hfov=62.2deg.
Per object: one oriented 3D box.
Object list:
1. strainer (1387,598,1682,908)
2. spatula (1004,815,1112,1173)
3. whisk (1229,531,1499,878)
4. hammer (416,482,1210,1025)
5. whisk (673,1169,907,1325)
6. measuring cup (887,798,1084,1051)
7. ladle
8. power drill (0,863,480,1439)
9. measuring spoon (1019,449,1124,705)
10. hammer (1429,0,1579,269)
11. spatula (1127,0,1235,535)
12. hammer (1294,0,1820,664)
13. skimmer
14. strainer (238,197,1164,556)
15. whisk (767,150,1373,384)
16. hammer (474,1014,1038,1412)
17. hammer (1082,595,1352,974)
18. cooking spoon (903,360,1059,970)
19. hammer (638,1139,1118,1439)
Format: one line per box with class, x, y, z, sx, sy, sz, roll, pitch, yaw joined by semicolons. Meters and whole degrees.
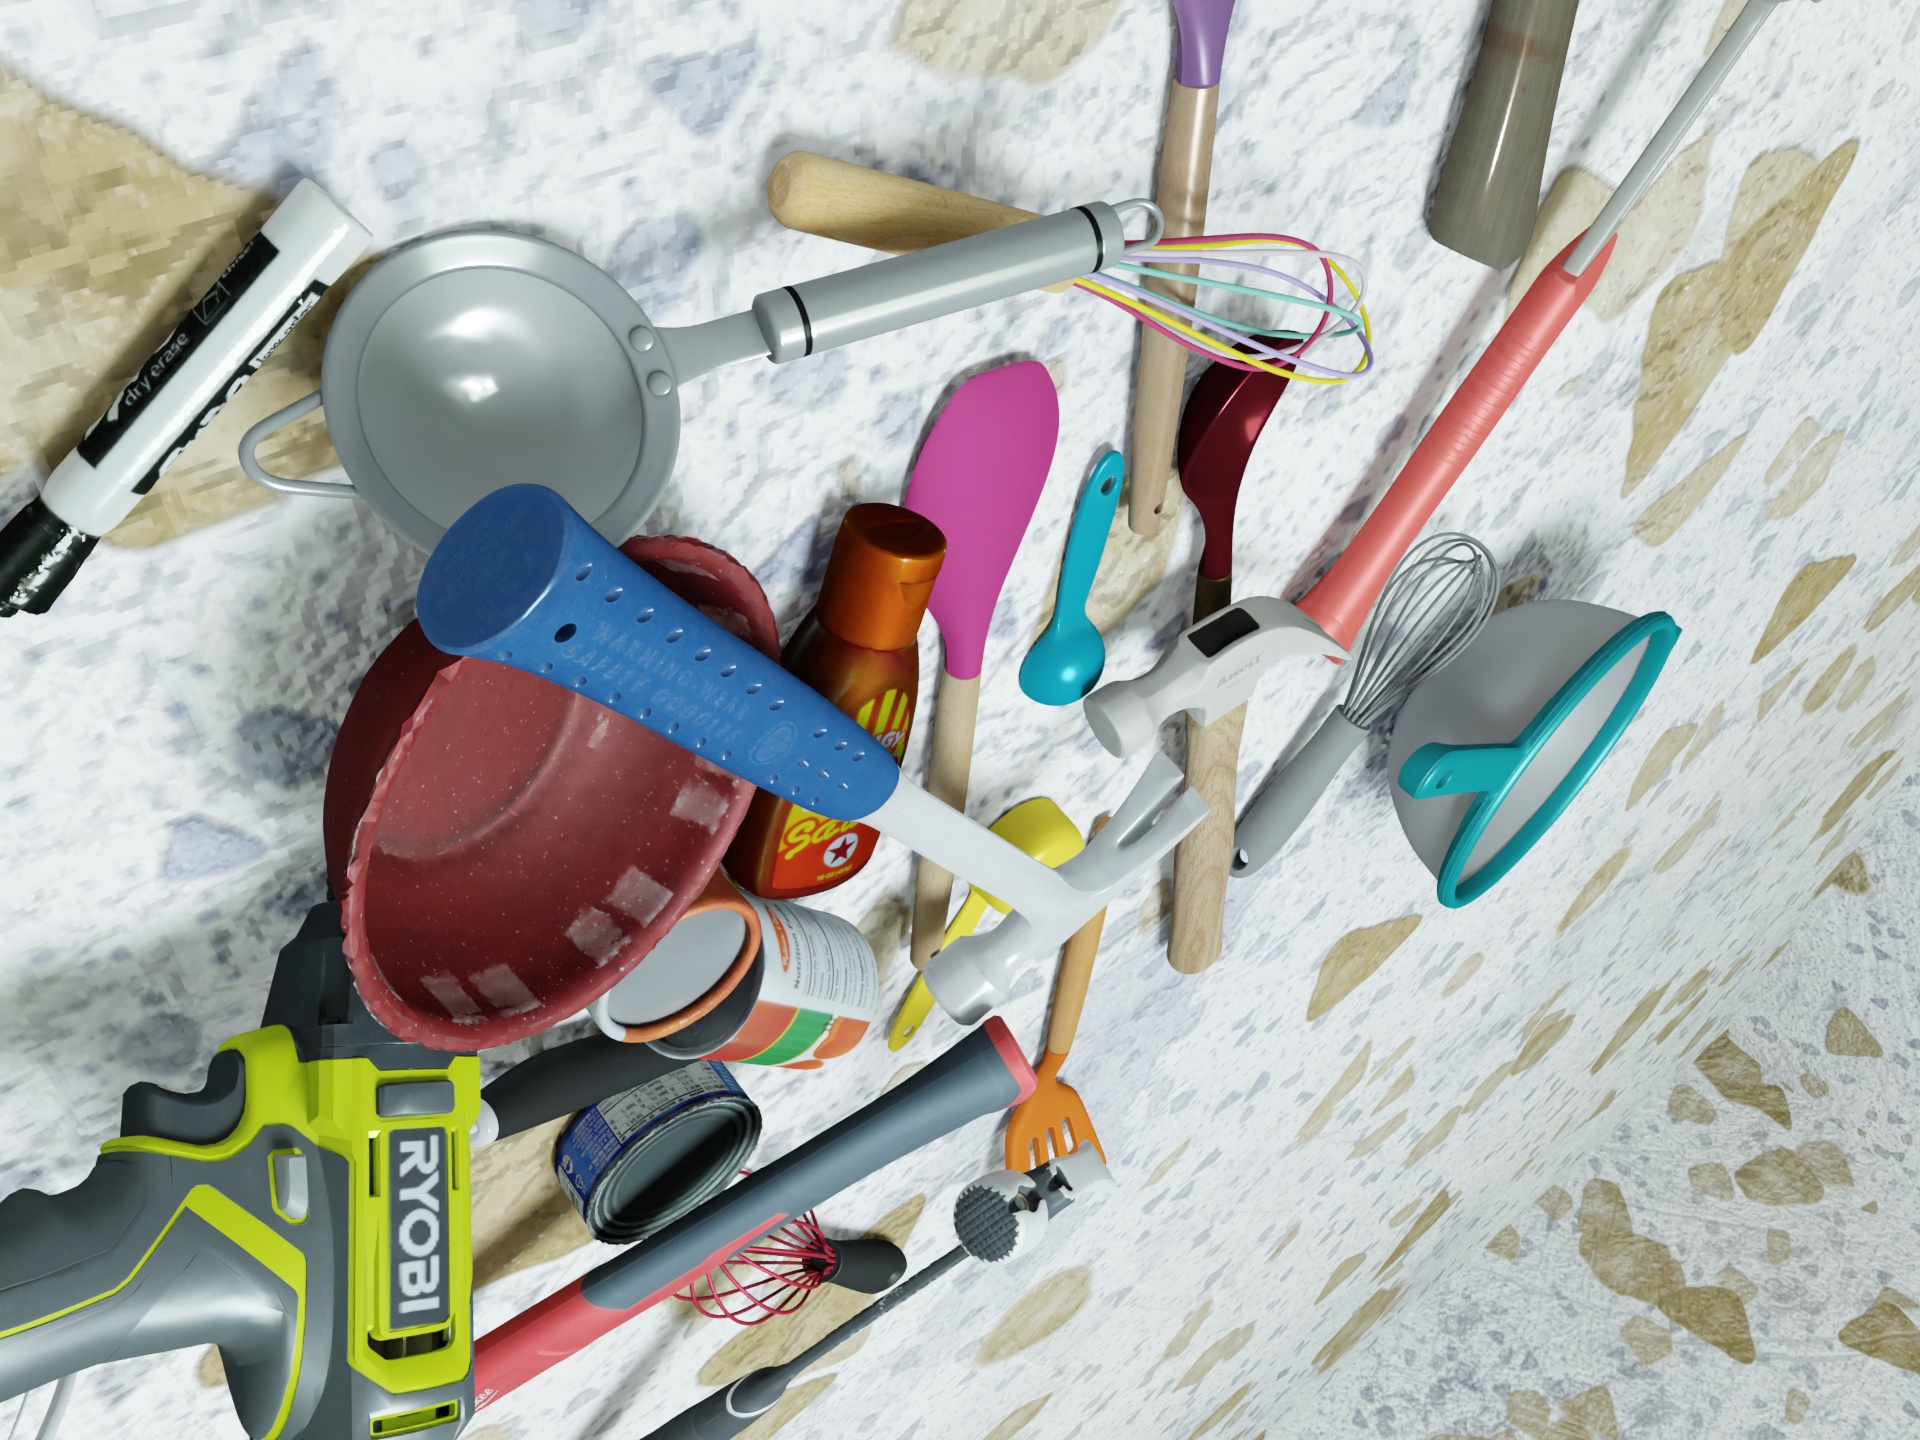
strainer;0.285;0.003;0.895;0.340;0.095;0.211;0;125;-55
spatula;0.065;0.174;0.897;0.081;0.041;0.322;-24;141;-30
whisk;0.212;-0.002;0.872;0.055;0.055;0.239;-2;132;-48
hammer;-0.022;0.021;0.522;0.144;0.035;0.405;-41;152;6
whisk;-0.079;0.284;0.841;0.073;0.073;0.295;-44;154;-4
measuring cup;0.010;0.107;0.766;0.062;0.029;0.156;5;121;-51
ladle;0.115;-0.052;0.716;0.069;0.031;0.315;-42;151;-23
power drill;-0.225;0.111;0.400;0.080;0.171;0.223;-16;162;34
measuring spoon;0.054;-0.052;0.646;0.042;0.021;0.128;-24;144;-32
hammer;0.208;-0.327;0.509;0.146;0.038;0.410;-36;147;-18
spatula;0.073;-0.186;0.525;0.060;0.018;0.315;-33;145;-28
hammer;0.258;-0.177;0.715;0.359;0.037;0.149;-60;166;28
skimmer;-0.213;0.183;0.533;0.363;0.127;0.090;-13;103;-50
strainer;-0.055;-0.100;0.419;0.258;0.087;0.050;-21;-175;-19
whisk;0.048;-0.145;0.503;0.244;0.051;0.047;1;107;-37
hammer;-0.144;0.229;0.651;0.386;0.038;0.143;-31;146;-3
hammer;0.127;0.049;0.809;0.130;0.031;0.331;-31;150;-13
cooking spoon;-0.001;-0.002;0.643;0.069;0.017;0.318;-24;142;-30
hammer;-0.087;0.324;0.796;0.409;0.036;0.149;-40;160;22
